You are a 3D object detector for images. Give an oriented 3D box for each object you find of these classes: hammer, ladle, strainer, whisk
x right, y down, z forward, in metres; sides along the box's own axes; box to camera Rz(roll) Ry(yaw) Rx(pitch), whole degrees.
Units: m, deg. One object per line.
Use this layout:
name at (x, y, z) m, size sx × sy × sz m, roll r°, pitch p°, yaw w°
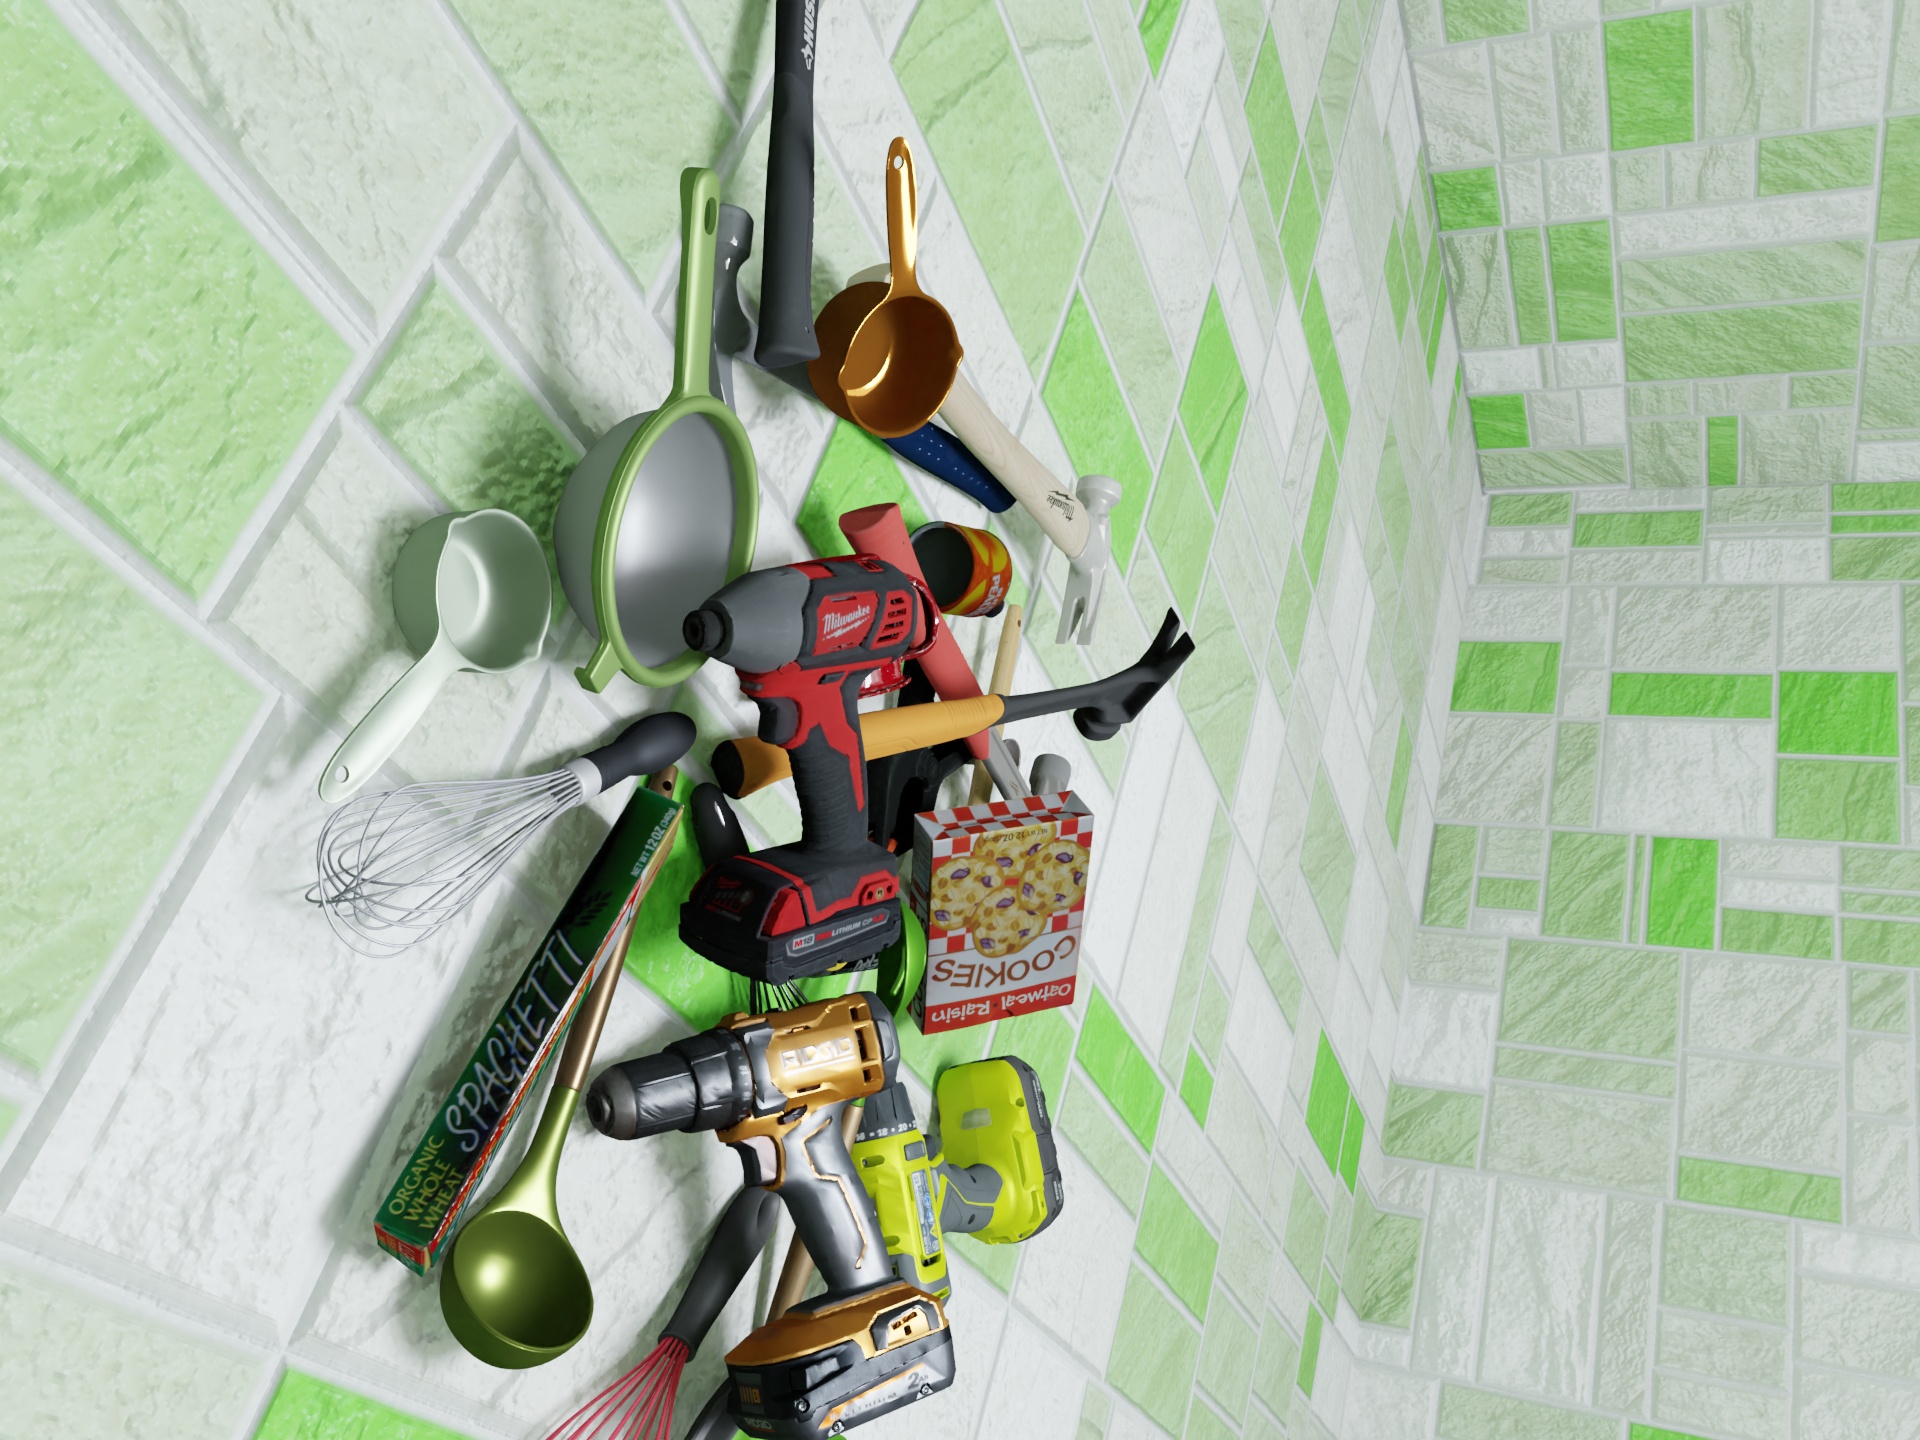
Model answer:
hammer at (-0.100, -0.358, 0.926) m, size 0.146 × 0.035 × 0.335 m, roll 33°, pitch 54°, yaw -60°
hammer at (0.025, -0.191, 1.157) m, size 0.410 × 0.038 × 0.146 m, roll 37°, pitch 60°, yaw -58°
ladle at (0.014, 0.060, 1.220) m, size 0.069 × 0.031 × 0.315 m, roll 30°, pitch 67°, yaw -54°
strainer at (-0.161, -0.147, 0.802) m, size 0.151 × 0.069 × 0.256 m, roll -31°, pitch 130°, yaw -66°
whisk at (-0.165, 0.360, 0.874) m, size 0.296 × 0.073 × 0.073 m, roll -55°, pitch 139°, yaw -56°
ladle at (-0.188, 0.163, 0.816) m, size 0.078 × 0.062 × 0.320 m, roll 31°, pitch 58°, yaw -32°
hammer at (-0.058, -0.199, 1.071) m, size 0.405 × 0.035 × 0.144 m, roll 14°, pitch 79°, yaw -63°
hammer at (-0.002, -0.003, 1.016) m, size 0.336 × 0.127 × 0.034 m, roll -12°, pitch 64°, yaw -34°
whisk at (-0.207, 0.041, 0.775) m, size 0.284 × 0.070 × 0.070 m, roll -34°, pitch 121°, yaw -64°
whisk at (-0.120, 0.144, 0.959) m, size 0.055 × 0.055 × 0.238 m, roll -47°, pitch 127°, yaw -53°
hammer at (-0.001, -0.009, 1.115) m, size 0.358 × 0.037 × 0.149 m, roll 61°, pitch 37°, yaw -44°

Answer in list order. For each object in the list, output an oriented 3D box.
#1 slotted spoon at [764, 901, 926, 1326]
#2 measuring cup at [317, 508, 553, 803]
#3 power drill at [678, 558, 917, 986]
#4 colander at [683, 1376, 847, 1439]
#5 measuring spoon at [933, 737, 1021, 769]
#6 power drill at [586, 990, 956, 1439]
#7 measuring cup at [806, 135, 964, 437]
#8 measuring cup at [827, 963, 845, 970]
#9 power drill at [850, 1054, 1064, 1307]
slotted spoon at (-0.077, 0.267, 1.010) m, size 0.070 × 0.031 × 0.314 m, roll -177°, pitch -74°, yaw -73°
measuring cup at (-0.245, -0.028, 0.711) m, size 0.168 × 0.038 × 0.083 m, roll -63°, pitch 144°, yaw -37°
power drill at (-0.092, 0.023, 0.871) m, size 0.143 × 0.079 × 0.219 m, roll -11°, pitch 109°, yaw -48°
colander at (-0.072, 0.461, 0.993) m, size 0.397 × 0.094 × 0.204 m, roll -35°, pitch 132°, yaw -62°
measuring spoon at (0.010, 0.025, 1.247) m, size 0.124 × 0.018 × 0.034 m, roll 13°, pitch 82°, yaw -56°
power drill at (-0.103, 0.274, 0.881) m, size 0.185 × 0.084 × 0.226 m, roll -5°, pitch 77°, yaw -39°
measuring cup at (-0.049, -0.257, 0.941) m, size 0.095 × 0.052 × 0.173 m, roll -21°, pitch 125°, yaw -35°
measuring cup at (-0.080, 0.143, 1.047) m, size 0.029 × 0.062 × 0.156 m, roll -55°, pitch 162°, yaw -1°
power drill at (-0.017, 0.302, 1.122) m, size 0.228 × 0.080 × 0.191 m, roll 11°, pitch 65°, yaw -62°
